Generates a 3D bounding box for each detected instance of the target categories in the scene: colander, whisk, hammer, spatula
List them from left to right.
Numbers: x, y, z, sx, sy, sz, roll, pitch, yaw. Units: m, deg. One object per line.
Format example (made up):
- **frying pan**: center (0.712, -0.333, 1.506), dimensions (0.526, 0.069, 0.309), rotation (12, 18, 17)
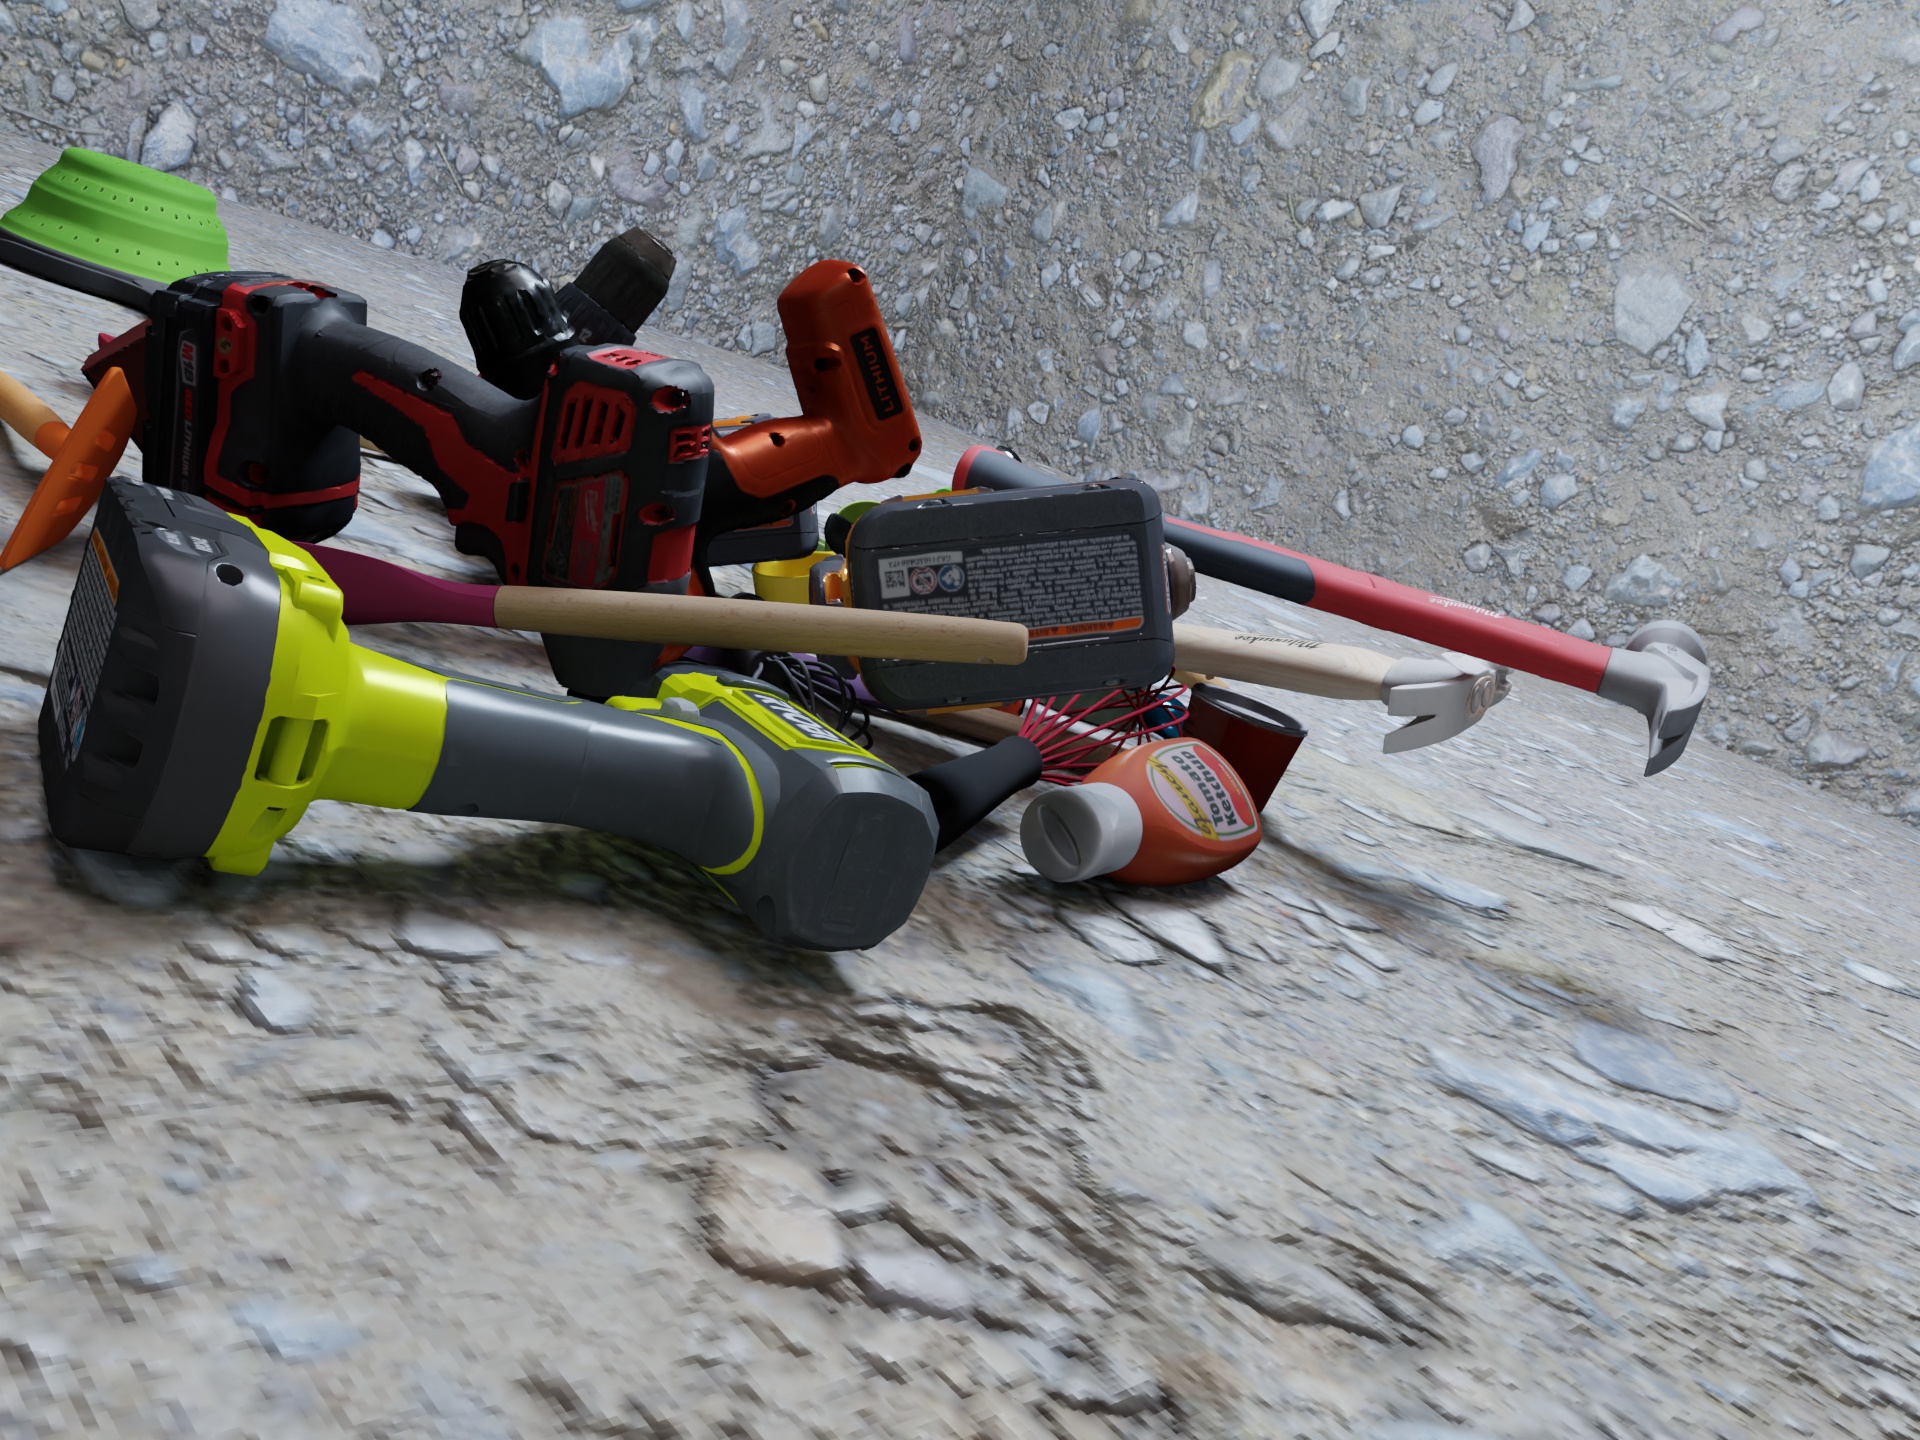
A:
- **spatula**: center (-0.397, -0.128, 0.673), dimensions (0.323, 0.081, 0.041), rotation (26, -3, 46)
- **colander**: center (-0.603, -0.358, 1.203), dimensions (0.204, 0.094, 0.397), rotation (6, 19, -46)
- **whisk**: center (-0.078, -0.018, 0.683), dimensions (0.055, 0.055, 0.239), rotation (16, 13, -19)
- **spatula**: center (-0.001, -0.003, 0.810), dimensions (0.315, 0.018, 0.060), rotation (16, 18, -13)
- **whisk**: center (0.034, 0.014, 0.700), dimensions (0.073, 0.073, 0.296), rotation (25, 21, 20)
- **hammer**: center (0.085, -0.047, 0.896), dimensions (0.411, 0.038, 0.146), rotation (12, 18, 33)
- **hammer**: center (0.165, -0.067, 0.789), dimensions (0.386, 0.038, 0.143), rotation (20, 25, 19)

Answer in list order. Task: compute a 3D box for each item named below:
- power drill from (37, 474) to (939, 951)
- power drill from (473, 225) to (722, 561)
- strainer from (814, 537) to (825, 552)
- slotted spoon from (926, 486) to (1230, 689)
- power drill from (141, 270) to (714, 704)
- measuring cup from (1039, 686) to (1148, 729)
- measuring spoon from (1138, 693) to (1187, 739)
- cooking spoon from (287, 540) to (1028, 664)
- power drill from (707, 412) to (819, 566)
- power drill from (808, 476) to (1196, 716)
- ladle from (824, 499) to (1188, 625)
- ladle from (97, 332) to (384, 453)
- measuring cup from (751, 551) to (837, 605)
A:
- **power drill**: center (-0.138, 0.001, 0.471), dimensions (0.223, 0.080, 0.171), rotation (15, 9, -35)
- **power drill**: center (-0.196, -0.166, 0.833), dimensions (0.080, 0.188, 0.227), rotation (38, 3, -35)
- **strainer**: center (0.003, -0.114, 1.158), dimensions (0.256, 0.069, 0.151), rotation (21, 13, -4)
- **slotted spoon**: center (0.066, -0.090, 1.054), dimensions (0.070, 0.031, 0.314), rotation (-26, 44, -27)
- **power drill**: center (-0.204, -0.090, 0.621), dimensions (0.220, 0.143, 0.078), rotation (17, 20, 15)
- **measuring cup**: center (0.050, -0.044, 1.011), dimensions (0.083, 0.038, 0.168), rotation (6, 21, -46)
- **measuring spoon**: center (0.140, 0.007, 0.972), dimensions (0.042, 0.021, 0.129), rotation (16, 12, -18)
- **cooking spoon**: center (-0.135, -0.038, 0.554), dimensions (0.319, 0.017, 0.068), rotation (4, -19, 5)
- **power drill**: center (-0.140, -0.152, 0.993), dimensions (0.164, 0.084, 0.227), rotation (-6, 16, -7)
- **power drill**: center (0.030, -0.053, 0.682), dimensions (0.185, 0.084, 0.226), rotation (-6, 3, -7)
- **ladle**: center (0.042, -0.086, 1.012), dimensions (0.320, 0.062, 0.078), rotation (16, 38, 35)
- **ladle**: center (-0.356, -0.173, 0.967), dimensions (0.315, 0.031, 0.069), rotation (10, 18, -43)
- **measuring cup**: center (-0.055, -0.090, 0.964), dimensions (0.156, 0.029, 0.062), rotation (-16, 24, -36)
